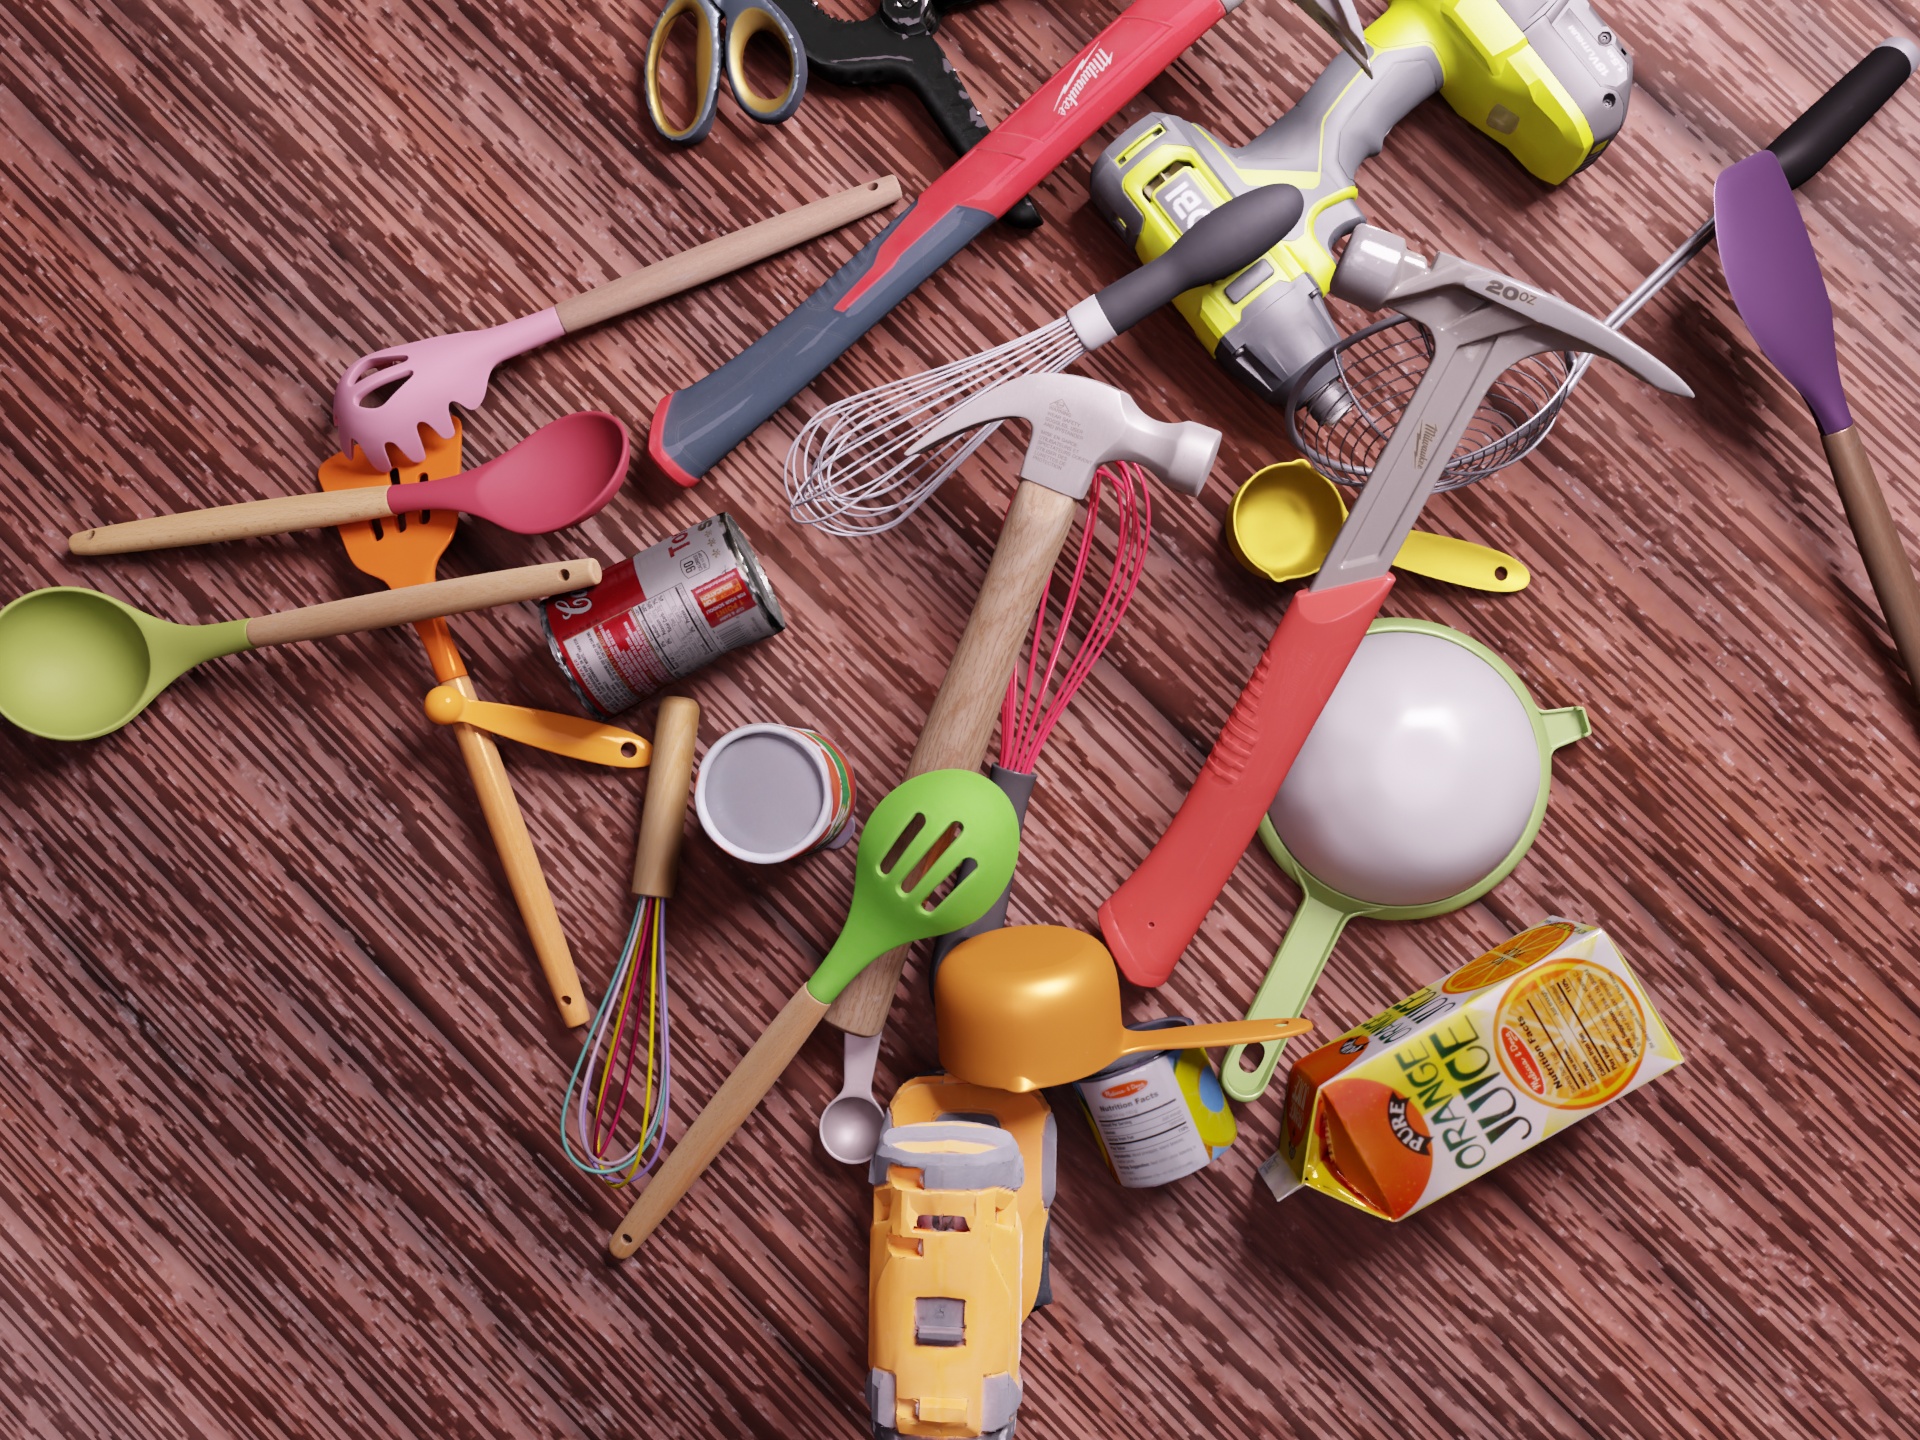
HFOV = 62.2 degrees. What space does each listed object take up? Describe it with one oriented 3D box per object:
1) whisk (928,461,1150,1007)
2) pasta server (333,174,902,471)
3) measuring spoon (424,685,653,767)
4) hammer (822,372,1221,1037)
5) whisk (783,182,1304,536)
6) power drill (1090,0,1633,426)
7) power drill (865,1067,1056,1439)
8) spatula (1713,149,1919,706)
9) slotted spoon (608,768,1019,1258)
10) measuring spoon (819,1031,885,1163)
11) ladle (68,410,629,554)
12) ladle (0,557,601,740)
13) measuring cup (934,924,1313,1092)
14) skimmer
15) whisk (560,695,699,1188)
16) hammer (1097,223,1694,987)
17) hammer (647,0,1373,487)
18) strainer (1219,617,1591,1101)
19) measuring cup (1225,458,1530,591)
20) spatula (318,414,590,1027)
[{"bbox_3d":[0.031,0.005,0.782,0.073,0.073,0.296,15,95,4],"label":"whisk"},{"bbox_3d":[-0.177,-0.211,0.813,0.316,0.040,0.060,-23,73,-3],"label":"pasta server"},{"bbox_3d":[-0.209,0.004,0.797,0.117,0.011,0.021,15,82,-16],"label":"measuring spoon"},{"bbox_3d":[-0.001,-0.002,0.745,0.130,0.031,0.331,23,103,8],"label":"hammer"},{"bbox_3d":[0.035,-0.173,0.759,0.284,0.070,0.070,-29,87,15],"label":"whisk"},{"bbox_3d":[0.199,-0.265,0.773,0.223,0.080,0.171,-37,86,5],"label":"power drill"},{"bbox_3d":[-0.001,0.252,0.686,0.084,0.226,0.185,0,88,3],"label":"power drill"},{"bbox_3d":[0.419,-0.112,0.746,0.060,0.018,0.316,-30,101,-21],"label":"spatula"},{"bbox_3d":[-0.080,0.150,0.758,0.070,0.031,0.313,39,106,6],"label":"slotted spoon"},{"bbox_3d":[-0.048,0.159,0.802,0.034,0.018,0.124,5,81,8],"label":"measuring spoon"},{"bbox_3d":[-0.309,-0.107,0.799,0.315,0.031,0.069,-6,61,11],"label":"ladle"},{"bbox_3d":[-0.330,-0.047,0.779,0.320,0.062,0.078,-9,93,12],"label":"ladle"},{"bbox_3d":[0.072,0.125,0.732,0.173,0.095,0.052,-6,102,12],"label":"measuring cup"},{"bbox_3d":[0.310,-0.230,0.755,0.363,0.127,0.090,-41,67,-13],"label":"skimmer"},{"bbox_3d":[-0.160,0.109,0.797,0.051,0.047,0.245,8,84,-8],"label":"whisk"},{"bbox_3d":[0.163,-0.024,0.710,0.149,0.037,0.359,25,114,4],"label":"hammer"},{"bbox_3d":[0.007,-0.235,0.760,0.386,0.038,0.143,-39,70,12],"label":"hammer"},{"bbox_3d":[0.190,0.070,0.761,0.151,0.069,0.256,27,88,4],"label":"strainer"},{"bbox_3d":[0.206,-0.086,0.793,0.156,0.029,0.062,13,87,-8],"label":"measuring cup"},{"bbox_3d":[-0.247,0.002,0.814,0.081,0.041,0.322,-19,91,3],"label":"spatula"}]
